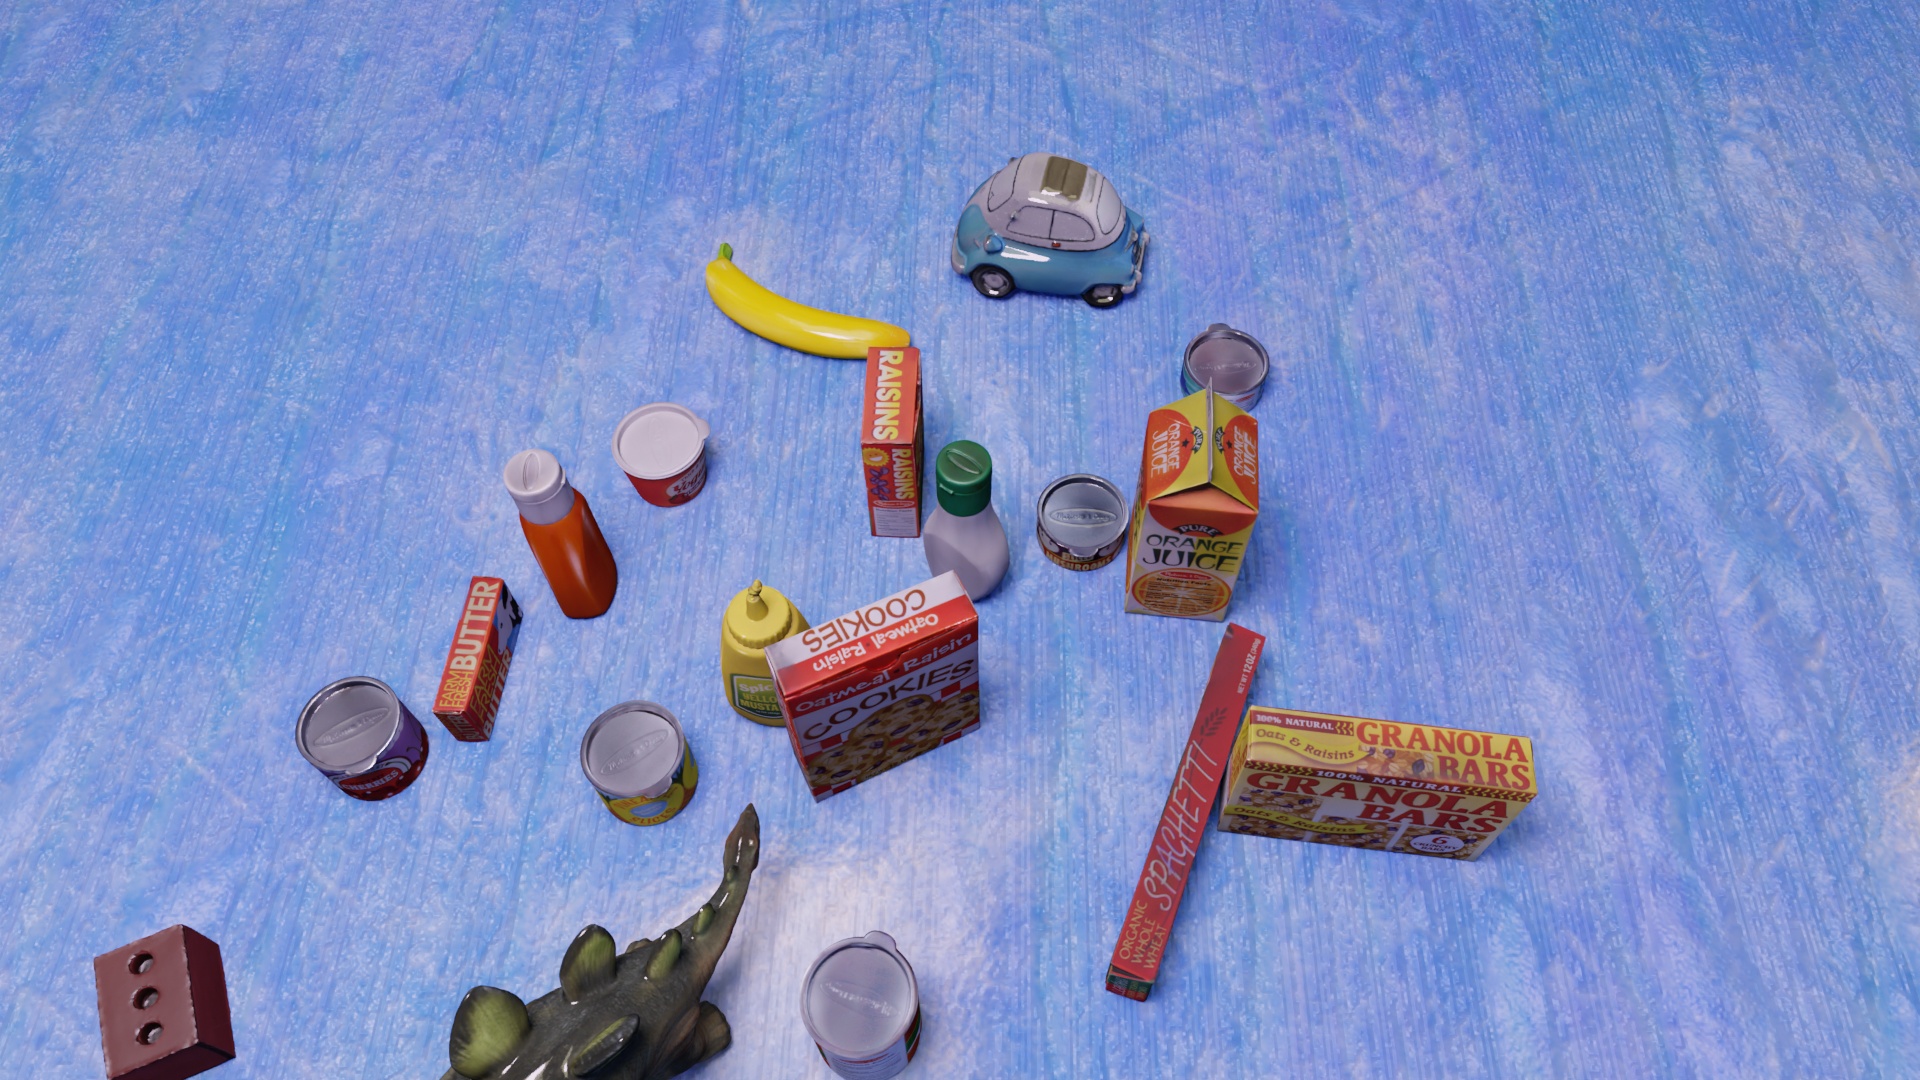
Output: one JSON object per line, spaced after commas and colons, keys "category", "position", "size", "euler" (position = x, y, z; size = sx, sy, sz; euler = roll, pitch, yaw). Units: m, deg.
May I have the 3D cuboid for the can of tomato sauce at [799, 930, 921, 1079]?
{"category": "can of tomato sauce", "position": [-0.056, 0.273, 0.810], "size": [0.071, 0.082, 0.071], "euler": [0, 59, 1]}

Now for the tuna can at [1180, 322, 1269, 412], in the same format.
{"category": "tuna can", "position": [0.205, -0.133, 1.085], "size": [0.071, 0.032, 0.071], "euler": [0, 59, 1]}

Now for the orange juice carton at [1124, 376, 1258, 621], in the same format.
{"category": "orange juice carton", "position": [0.154, -0.023, 0.925], "size": [0.073, 0.191, 0.072], "euler": [5, 59, 4]}

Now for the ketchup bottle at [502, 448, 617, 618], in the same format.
{"category": "ketchup bottle", "position": [-0.271, -0.007, 0.946], "size": [0.043, 0.148, 0.065], "euler": [-6, 59, -2]}

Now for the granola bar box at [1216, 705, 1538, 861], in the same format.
{"category": "granola bar box", "position": [0.250, 0.151, 0.858], "size": [0.166, 0.123, 0.039], "euler": [6, 59, 4]}

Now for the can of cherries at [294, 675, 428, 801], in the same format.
{"category": "can of cherries", "position": [-0.392, 0.133, 0.914], "size": [0.071, 0.058, 0.072], "euler": [0, 59, 1]}

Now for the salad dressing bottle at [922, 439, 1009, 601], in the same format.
{"category": "salad dressing bottle", "position": [0.003, -0.012, 0.947], "size": [0.064, 0.147, 0.044], "euler": [34, 65, 19]}

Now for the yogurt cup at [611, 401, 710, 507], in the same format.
{"category": "yogurt cup", "position": [-0.220, -0.061, 1.034], "size": [0.072, 0.053, 0.073], "euler": [0, 59, 1]}

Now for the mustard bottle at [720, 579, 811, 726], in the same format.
{"category": "mustard bottle", "position": [-0.125, 0.069, 0.891], "size": [0.065, 0.159, 0.049], "euler": [4, 59, 3]}

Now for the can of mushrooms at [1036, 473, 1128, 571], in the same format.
{"category": "can of mushrooms", "position": [0.088, -0.011, 1.012], "size": [0.071, 0.033, 0.071], "euler": [0, 59, 1]}

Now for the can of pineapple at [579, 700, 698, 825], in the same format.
{"category": "can of pineapple", "position": [-0.208, 0.147, 0.904], "size": [0.071, 0.057, 0.071], "euler": [0, 59, 1]}

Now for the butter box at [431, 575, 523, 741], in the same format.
{"category": "butter box", "position": [-0.328, 0.081, 0.949], "size": [0.024, 0.053, 0.104], "euler": [4, 59, 3]}

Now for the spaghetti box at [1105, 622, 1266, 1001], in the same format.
{"category": "spaghetti box", "position": [0.146, 0.170, 0.891], "size": [0.029, 0.050, 0.251], "euler": [19, 61, 12]}

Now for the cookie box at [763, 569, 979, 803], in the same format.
{"category": "cookie box", "position": [-0.050, 0.096, 0.870], "size": [0.123, 0.166, 0.040], "euler": [-23, 61, -12]}

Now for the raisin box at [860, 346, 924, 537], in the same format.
{"category": "raisin box", "position": [-0.047, -0.069, 0.996], "size": [0.040, 0.122, 0.086], "euler": [2, 59, 2]}
